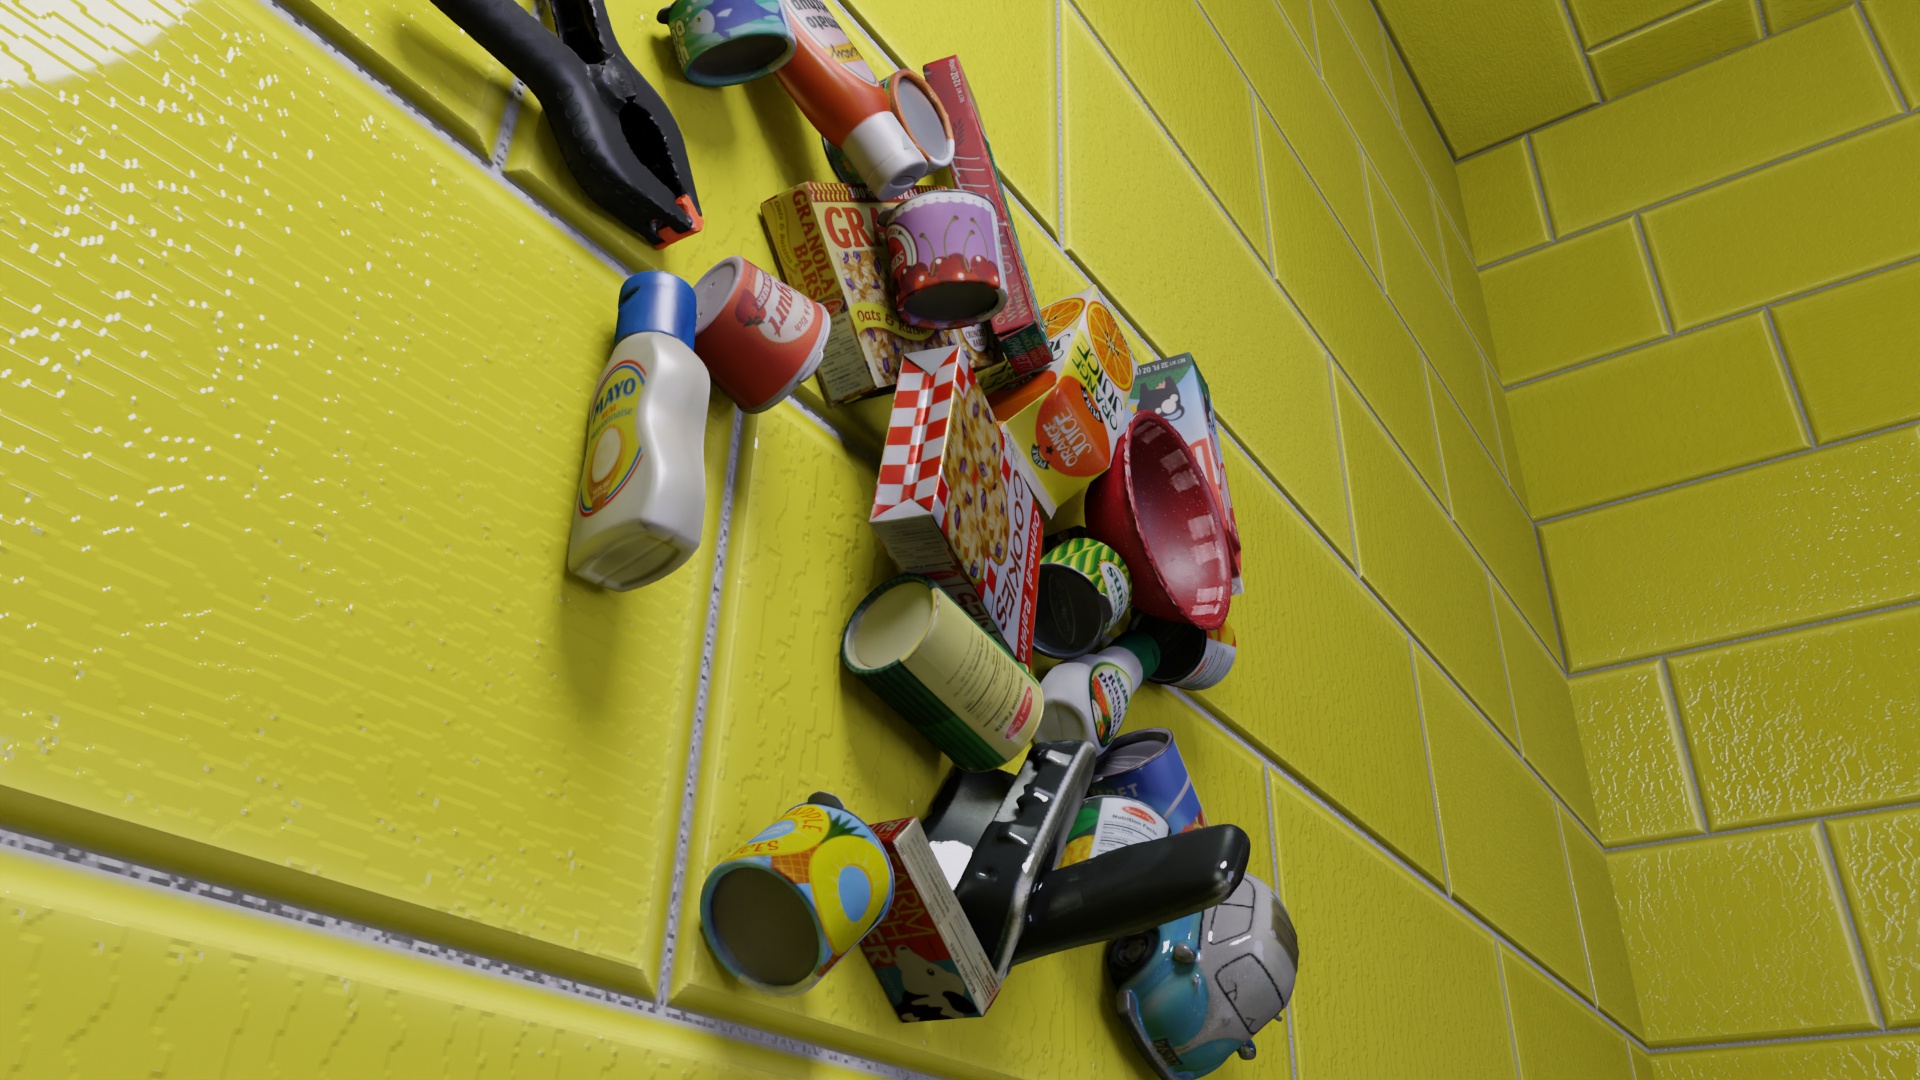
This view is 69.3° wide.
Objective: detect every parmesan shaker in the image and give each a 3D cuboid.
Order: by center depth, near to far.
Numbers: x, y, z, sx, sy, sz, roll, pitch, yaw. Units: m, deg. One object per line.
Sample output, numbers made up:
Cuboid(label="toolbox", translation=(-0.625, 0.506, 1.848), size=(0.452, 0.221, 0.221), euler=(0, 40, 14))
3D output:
Cuboid(label="parmesan shaker", translation=(-0.009, 0.070, 0.757), size=(0.103, 0.071, 0.072), euler=(46, 38, -35))

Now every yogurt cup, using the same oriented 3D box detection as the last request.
Cuboid(label="yogurt cup", translation=(-0.107, -0.105, 0.696), size=(0.054, 0.072, 0.073), euler=(37, 44, -33))

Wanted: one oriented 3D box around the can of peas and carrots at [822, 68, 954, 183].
Cuboid(label="can of peas and carrots", translation=(-0.046, -0.260, 0.884), size=(0.071, 0.058, 0.071), euler=(36, 45, -46))

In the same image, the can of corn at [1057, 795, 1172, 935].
Cuboid(label="can of corn", translation=(0.093, 0.202, 0.856), size=(0.071, 0.071, 0.058), euler=(54, 35, -28))

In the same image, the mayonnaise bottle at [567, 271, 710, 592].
Cuboid(label="mayonnaise bottle", translation=(-0.140, -0.053, 0.618), size=(0.041, 0.064, 0.149), euler=(28, 46, -40))

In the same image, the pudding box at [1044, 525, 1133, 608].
Cuboid(label="pudding box", translation=(0.096, 0.022, 0.991), size=(0.084, 0.030, 0.050), euler=(15, 61, -56))

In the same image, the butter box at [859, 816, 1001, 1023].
Cuboid(label="butter box", translation=(-0.026, 0.186, 0.680), size=(0.024, 0.053, 0.103), euler=(-42, 110, -55))

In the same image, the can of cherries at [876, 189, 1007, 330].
Cuboid(label="can of cherries", translation=(-0.011, -0.161, 0.806), size=(0.071, 0.071, 0.058), euler=(16, 62, -55))

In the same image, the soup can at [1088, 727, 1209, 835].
Cuboid(label="soup can", translation=(0.122, 0.177, 0.916), size=(0.071, 0.071, 0.083), euler=(-37, 107, -59))

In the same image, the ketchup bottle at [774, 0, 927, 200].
Cuboid(label="ketchup bottle", translation=(-0.076, -0.268, 0.816), size=(0.149, 0.043, 0.065), euler=(55, 30, 6))

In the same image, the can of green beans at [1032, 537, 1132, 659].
Cuboid(label="can of green beans", translation=(0.073, 0.037, 0.910), size=(0.058, 0.071, 0.071), euler=(-35, 105, -59))

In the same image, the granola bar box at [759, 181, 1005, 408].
Cuboid(label="granola bar box", translation=(-0.043, -0.154, 0.851), size=(0.166, 0.039, 0.124), euler=(-23, 95, -60))

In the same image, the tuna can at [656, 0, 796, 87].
Cuboid(label="tuna can", translation=(-0.127, -0.276, 0.757), size=(0.071, 0.071, 0.033), euler=(-13, 86, -60))

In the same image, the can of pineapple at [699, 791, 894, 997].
Cuboid(label="can of pineapple", translation=(-0.072, 0.154, 0.607), size=(0.058, 0.071, 0.071), euler=(-29, 99, -60))

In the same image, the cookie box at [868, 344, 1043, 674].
Cuboid(label="cookie box", translation=(0.003, -0.010, 0.808), size=(0.166, 0.040, 0.123), euler=(61, 29, -47))

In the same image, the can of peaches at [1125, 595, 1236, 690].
Cuboid(label="can of peaches", translation=(0.164, 0.076, 1.040), size=(0.058, 0.071, 0.071), euler=(19, 58, -54))

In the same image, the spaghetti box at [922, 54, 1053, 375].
Cuboid(label="spaghetti box", translation=(0.017, -0.226, 0.947), size=(0.050, 0.028, 0.251), euler=(53, 20, -59))

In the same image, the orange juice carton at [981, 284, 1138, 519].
Cuboid(label="orange juice carton", translation=(0.063, -0.093, 0.950), size=(0.071, 0.073, 0.194), euler=(57, 31, -23))

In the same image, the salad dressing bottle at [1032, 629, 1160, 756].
Cuboid(label="salad dressing bottle", translation=(0.094, 0.099, 0.932), size=(0.148, 0.044, 0.064), euler=(-31, 109, -60))

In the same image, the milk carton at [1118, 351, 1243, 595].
Cuboid(label="milk carton", translation=(0.172, -0.043, 1.098), size=(0.073, 0.072, 0.191), euler=(36, 44, -64))
